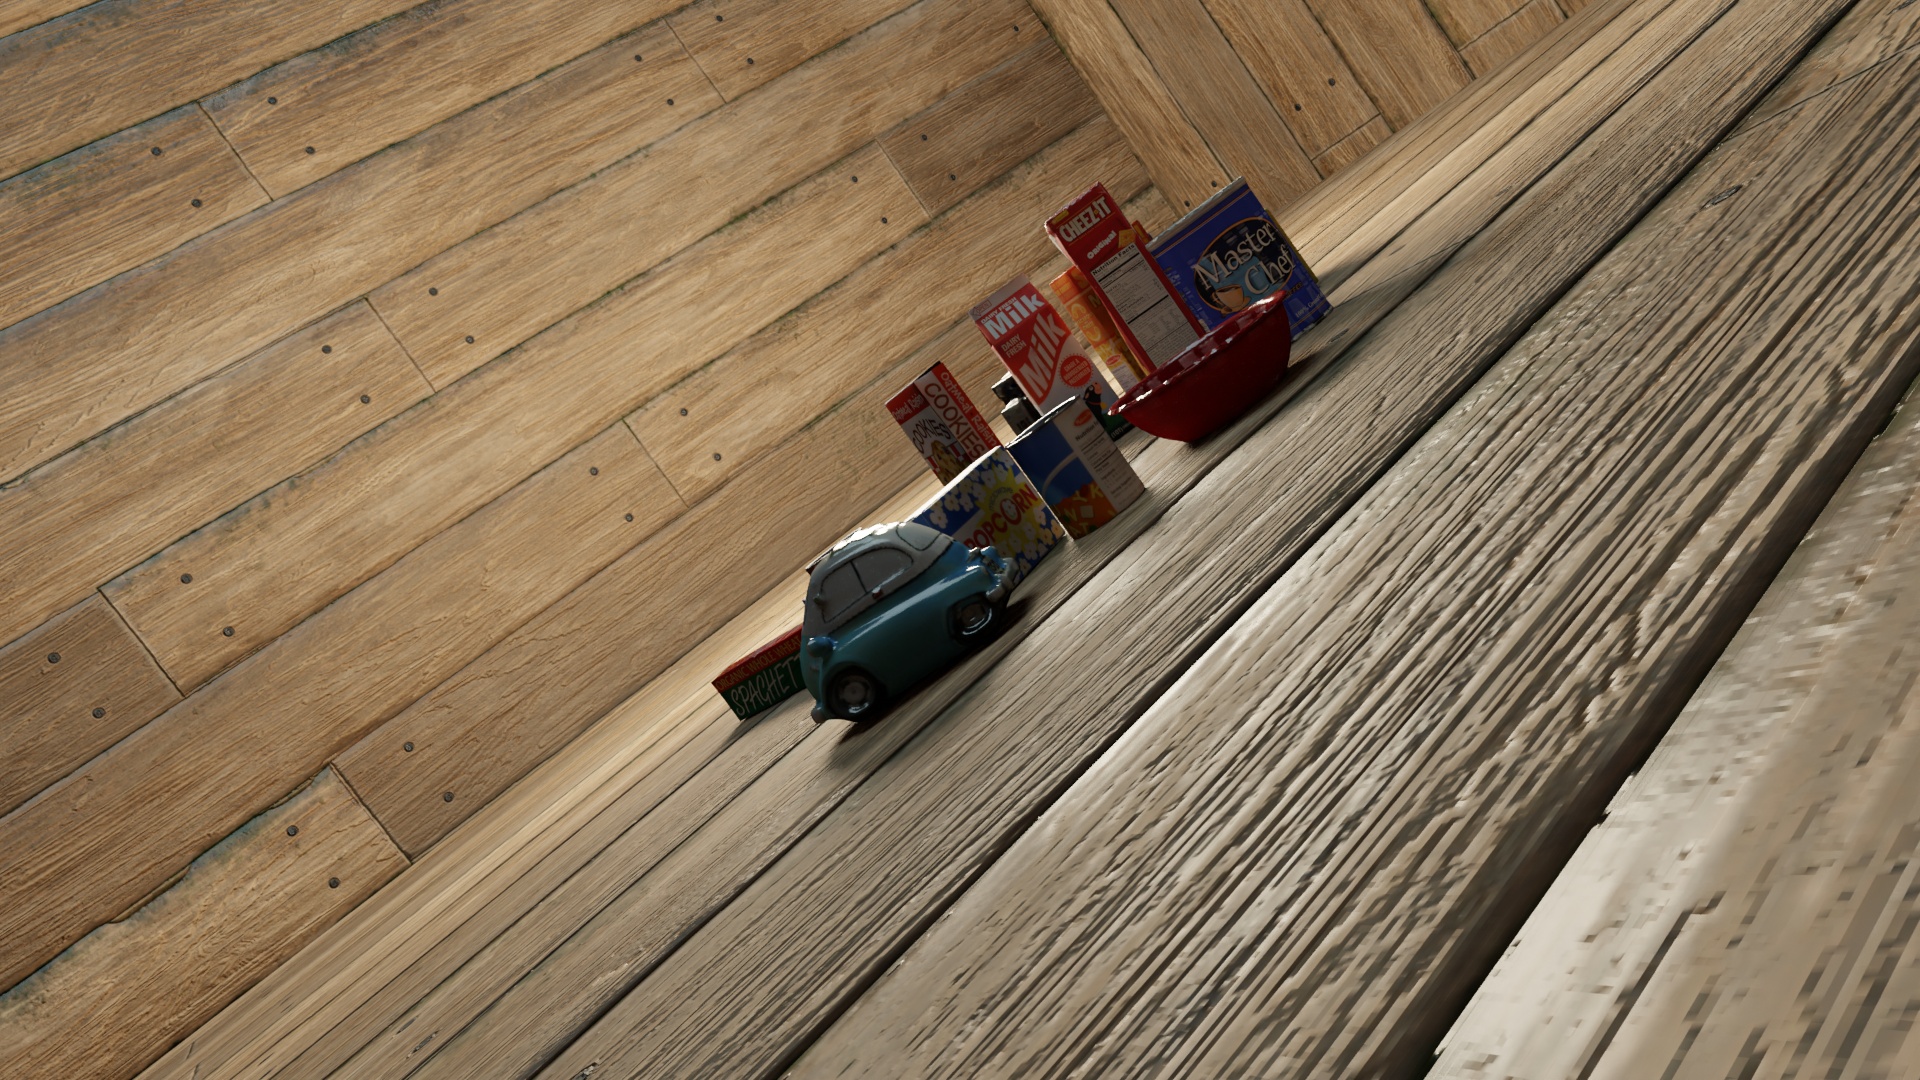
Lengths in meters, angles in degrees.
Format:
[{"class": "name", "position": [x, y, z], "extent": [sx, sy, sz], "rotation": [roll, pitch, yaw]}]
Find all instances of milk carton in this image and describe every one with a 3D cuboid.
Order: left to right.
[{"class": "milk carton", "position": [0.091, -0.174, 1.402], "extent": [0.072, 0.190, 0.073], "rotation": [-36, 5, 3]}]

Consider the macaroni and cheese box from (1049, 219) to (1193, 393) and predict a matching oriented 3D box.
[{"class": "macaroni and cheese box", "position": [0.190, -0.242, 1.492], "extent": [0.124, 0.166, 0.040], "rotation": [-39, 6, -28]}]

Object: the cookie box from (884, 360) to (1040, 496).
[{"class": "cookie box", "position": [0.000, -0.093, 1.400], "extent": [0.040, 0.167, 0.122], "rotation": [-38, 6, -16]}]

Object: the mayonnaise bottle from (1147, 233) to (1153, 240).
[{"class": "mayonnaise bottle", "position": [0.241, -0.278, 1.576], "extent": [0.065, 0.148, 0.041], "rotation": [-37, 5, -4]}]

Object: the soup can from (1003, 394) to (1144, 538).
[{"class": "soup can", "position": [0.081, -0.052, 1.003], "extent": [0.071, 0.083, 0.071], "rotation": [-36, 5, 4]}]

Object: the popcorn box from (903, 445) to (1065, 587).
[{"class": "popcorn box", "position": [0.015, -0.006, 1.008], "extent": [0.038, 0.085, 0.127], "rotation": [-32, 7, 39]}]

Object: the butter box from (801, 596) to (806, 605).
[{"class": "butter box", "position": [-0.128, 0.073, 1.388], "extent": [0.024, 0.053, 0.103], "rotation": [-37, 6, -13]}]

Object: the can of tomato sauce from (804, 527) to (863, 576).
[{"class": "can of tomato sauce", "position": [-0.094, 0.040, 1.307], "extent": [0.071, 0.083, 0.071], "rotation": [-36, 5, 4]}]

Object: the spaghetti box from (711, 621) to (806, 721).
[{"class": "spaghetti box", "position": [-0.142, 0.103, 1.235], "extent": [0.249, 0.050, 0.029], "rotation": [-30, 8, 45]}]
